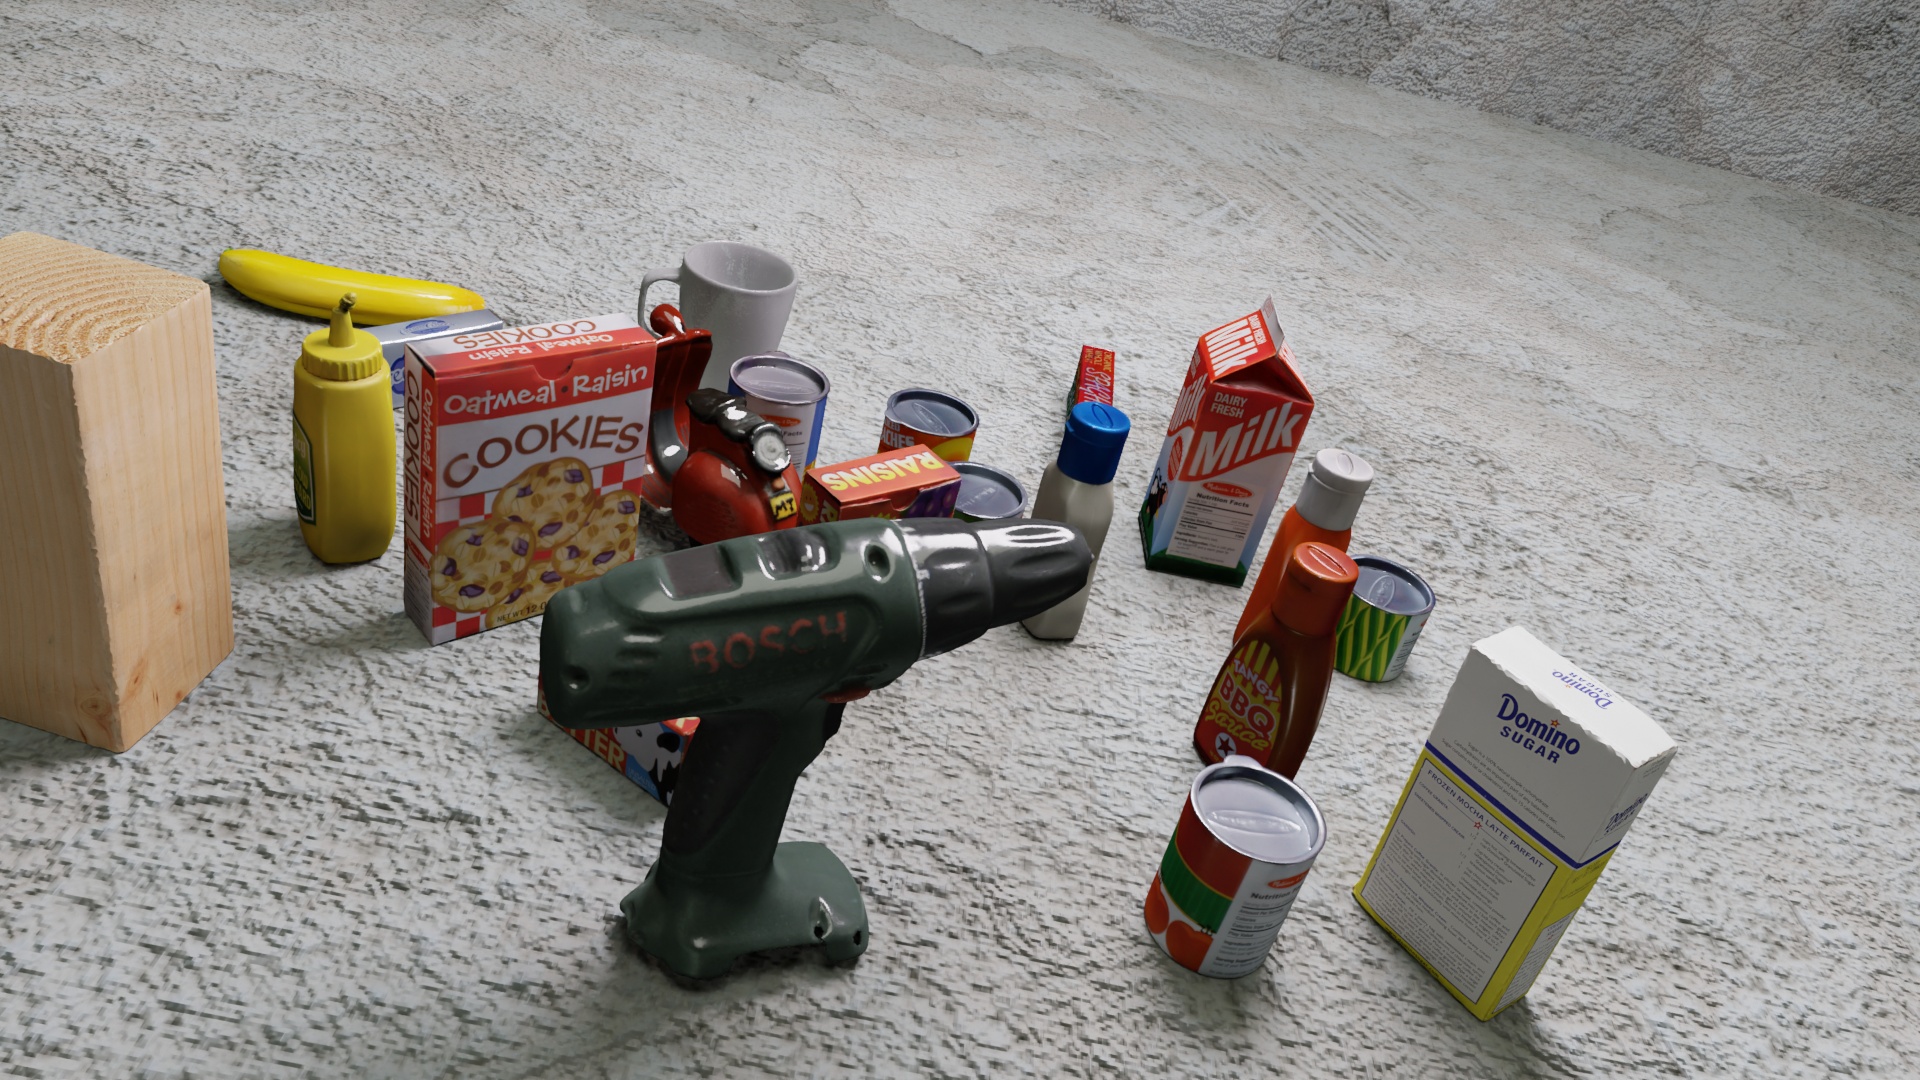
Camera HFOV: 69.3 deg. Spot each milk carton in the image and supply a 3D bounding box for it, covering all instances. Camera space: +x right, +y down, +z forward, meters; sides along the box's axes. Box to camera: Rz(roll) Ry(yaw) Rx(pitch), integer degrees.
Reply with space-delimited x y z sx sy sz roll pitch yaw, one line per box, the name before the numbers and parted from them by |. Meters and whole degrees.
milk carton | 0.184 -0.070 0.947 0.073 0.189 0.073 11 32 -5

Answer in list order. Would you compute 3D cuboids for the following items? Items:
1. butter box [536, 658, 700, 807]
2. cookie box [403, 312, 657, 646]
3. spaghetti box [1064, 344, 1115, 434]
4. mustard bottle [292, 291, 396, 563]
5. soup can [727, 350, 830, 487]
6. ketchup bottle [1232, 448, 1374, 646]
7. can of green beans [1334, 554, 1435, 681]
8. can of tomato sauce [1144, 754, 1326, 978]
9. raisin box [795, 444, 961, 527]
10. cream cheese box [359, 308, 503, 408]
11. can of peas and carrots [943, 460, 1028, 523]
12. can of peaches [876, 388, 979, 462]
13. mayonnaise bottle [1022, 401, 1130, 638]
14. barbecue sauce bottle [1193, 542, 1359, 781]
butter box | -0.169 0.086 0.697 0.103 0.052 0.024 30 35 23
cookie box | -0.232 -0.034 0.749 0.123 0.166 0.040 -18 44 -40
spaghetti box | 0.096 -0.076 1.052 0.029 0.050 0.251 14 32 -1
mustard bottle | -0.338 -0.065 0.760 0.049 0.159 0.065 -12 41 -36
soup can | -0.126 -0.074 0.930 0.071 0.083 0.072 10 32 -7
ketchup bottle | 0.214 0.014 0.871 0.043 0.148 0.065 15 32 1
can of green beans | 0.272 0.051 0.921 0.071 0.057 0.071 10 33 -7
can of tomato sauce | 0.131 0.159 0.677 0.071 0.082 0.071 10 32 -7
raisin box | -0.054 0.012 0.790 0.086 0.122 0.040 -15 43 -38
cream cheese box | -0.361 -0.121 0.936 0.104 0.053 0.024 -20 46 -42
can of peas and carrots | 0.003 -0.011 0.909 0.071 0.058 0.071 10 33 -7
can of peaches | -0.027 -0.067 0.982 0.071 0.057 0.071 10 33 -7
mayonnaise bottle | 0.068 -0.013 0.854 0.041 0.147 0.065 2 34 -19
barbecue sauce bottle | 0.178 0.071 0.770 0.044 0.147 0.065 -10 40 -34
